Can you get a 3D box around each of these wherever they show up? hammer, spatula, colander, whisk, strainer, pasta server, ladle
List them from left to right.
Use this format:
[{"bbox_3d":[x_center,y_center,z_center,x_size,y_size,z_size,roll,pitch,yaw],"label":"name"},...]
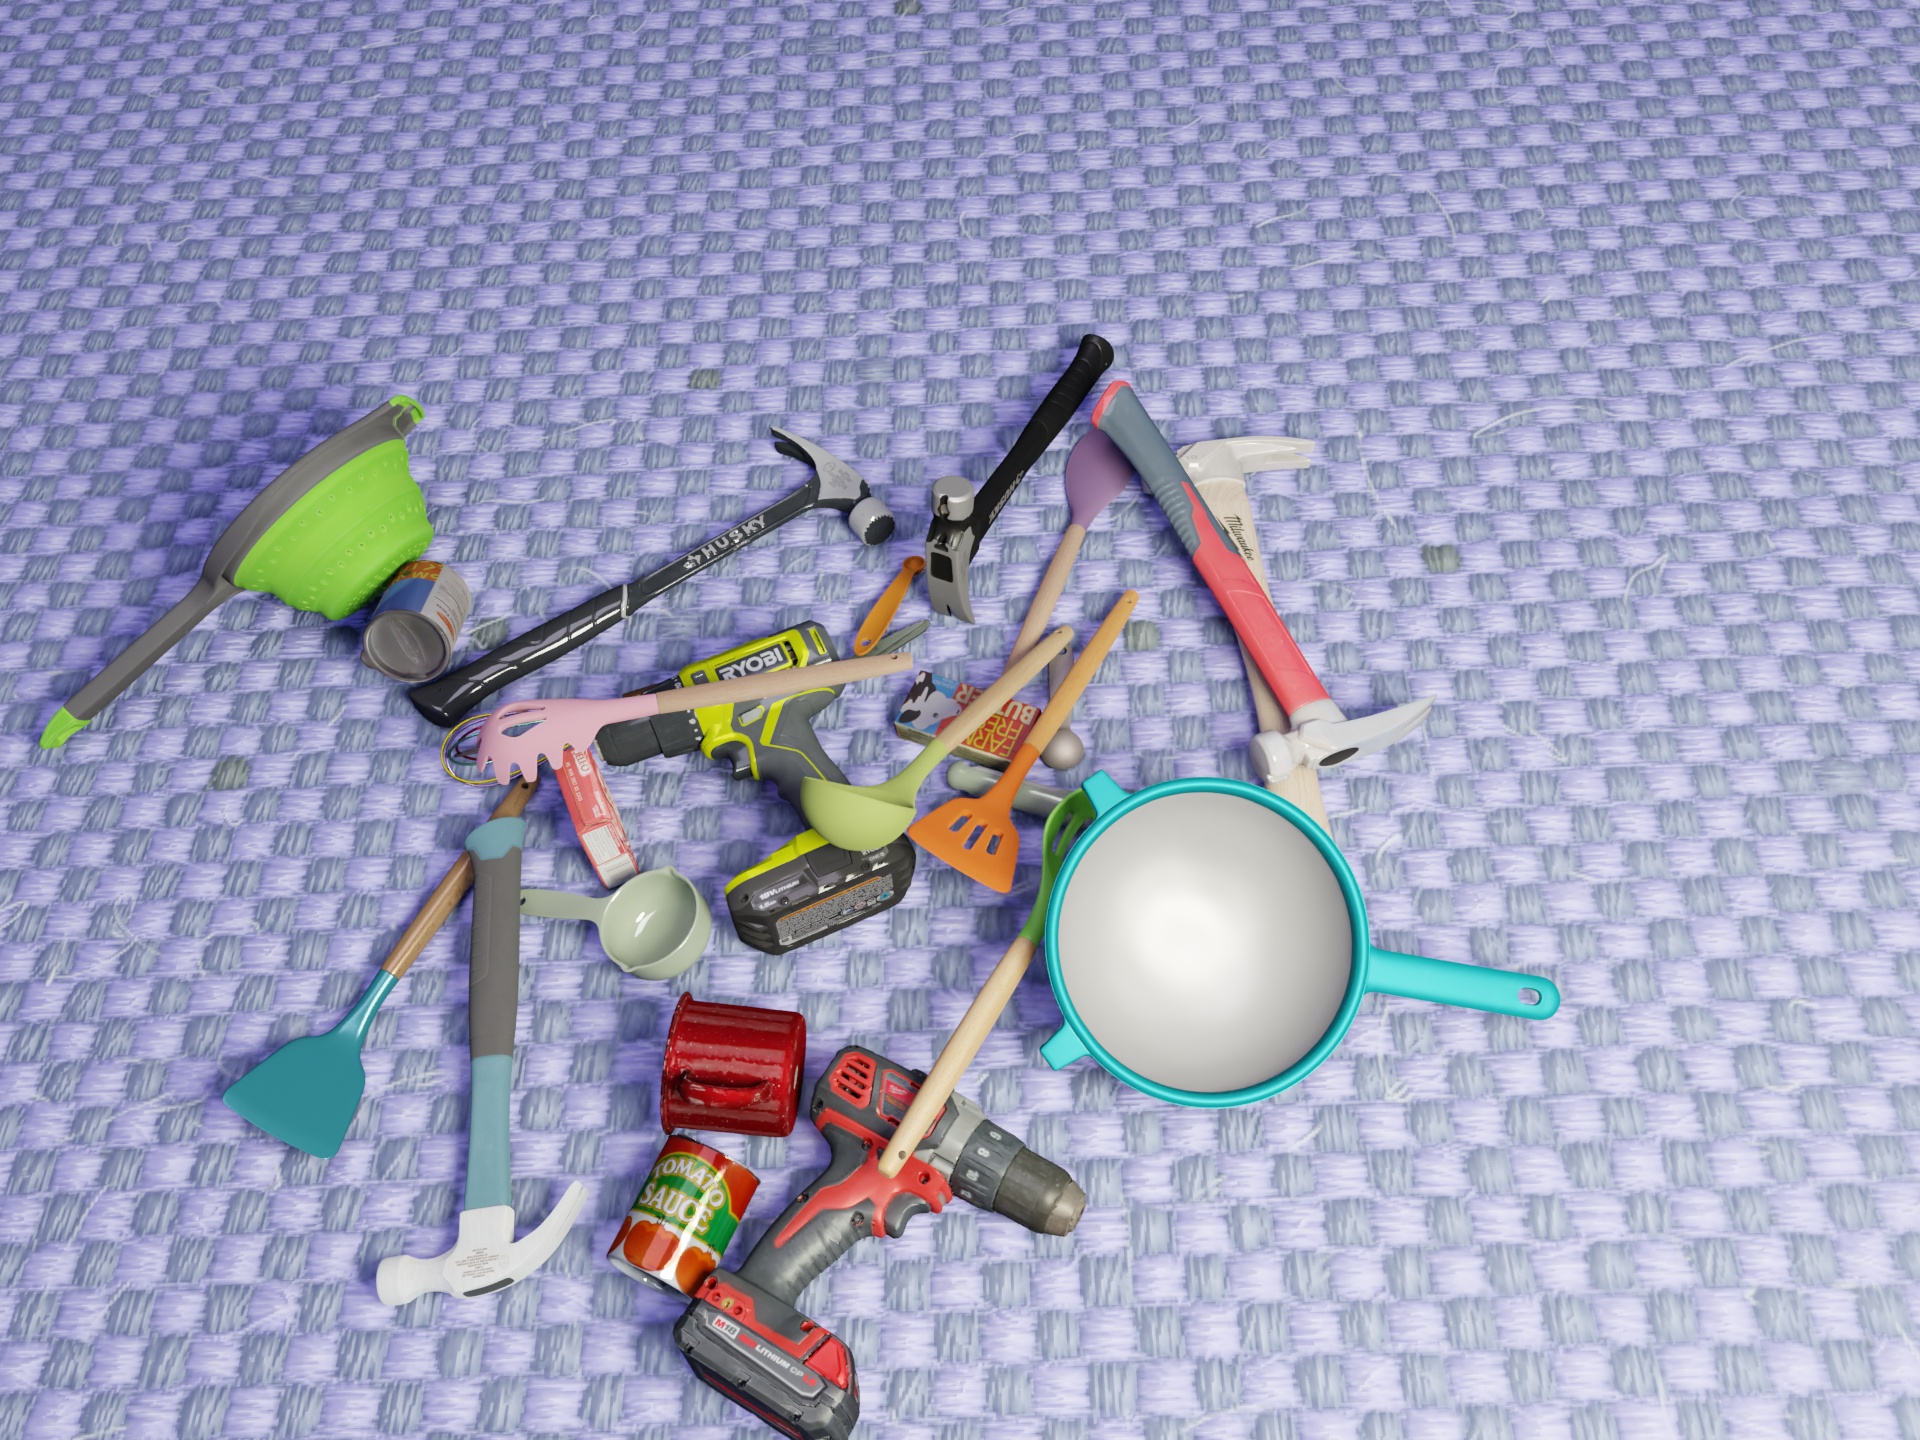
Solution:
[{"bbox_3d":[-0.555,-0.092,1.276,0.397,0.204,0.094,-44,98,-5],"label":"colander"},{"bbox_3d":[-0.389,0.158,1.131,0.082,0.044,0.318,31,59,-4],"label":"spatula"},{"bbox_3d":[-0.320,0.218,1.082,0.128,0.033,0.331,-7,60,-2],"label":"hammer"},{"bbox_3d":[-0.282,-0.007,1.235,0.245,0.051,0.047,-18,52,-12],"label":"whisk"},{"bbox_3d":[-0.261,-0.112,1.306,0.409,0.036,0.149,-32,59,-16],"label":"hammer"},{"bbox_3d":[-0.189,-0.012,1.138,0.316,0.040,0.060,-10,56,-10],"label":"pasta server"},{"bbox_3d":[-0.002,-0.004,1.144,0.078,0.062,0.320,16,37,29],"label":"ladle"},{"bbox_3d":[0.055,-0.220,1.322,0.035,0.146,0.335,20,49,15],"label":"hammer"},{"bbox_3d":[0.065,0.002,1.172,0.081,0.041,0.323,31,54,5],"label":"spatula"},{"bbox_3d":[0.085,-0.139,1.311,0.060,0.018,0.316,12,57,19],"label":"spatula"},{"bbox_3d":[0.103,0.069,1.158,0.246,0.057,0.059,15,89,18],"label":"whisk"},{"bbox_3d":[0.215,-0.129,1.240,0.143,0.038,0.387,-18,59,-12],"label":"hammer"},{"bbox_3d":[0.244,-0.061,1.240,0.146,0.038,0.411,-6,57,-2],"label":"hammer"},{"bbox_3d":[0.219,0.158,1.063,0.340,0.095,0.211,10,81,-3],"label":"strainer"}]

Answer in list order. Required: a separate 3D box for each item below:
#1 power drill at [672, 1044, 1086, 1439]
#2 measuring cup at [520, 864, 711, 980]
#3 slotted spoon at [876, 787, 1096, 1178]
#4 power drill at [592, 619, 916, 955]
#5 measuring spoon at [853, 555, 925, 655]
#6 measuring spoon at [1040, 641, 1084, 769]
[{"bbox_3d":[-0.047,0.329,0.980,0.188,0.080,0.227,25,59,18],"label":"power drill"},{"bbox_3d":[-0.253,0.144,1.142,0.168,0.038,0.083,4,59,25],"label":"measuring cup"},{"bbox_3d":[0.030,0.165,1.047,0.070,0.031,0.314,46,56,-17],"label":"slotted spoon"},{"bbox_3d":[-0.149,0.048,1.156,0.190,0.080,0.229,-22,62,-12],"label":"power drill"},{"bbox_3d":[-0.057,-0.092,1.287,0.021,0.011,0.117,12,52,22],"label":"measuring spoon"},{"bbox_3d":[0.078,-0.018,1.231,0.034,0.018,0.124,0,56,4],"label":"measuring spoon"}]
